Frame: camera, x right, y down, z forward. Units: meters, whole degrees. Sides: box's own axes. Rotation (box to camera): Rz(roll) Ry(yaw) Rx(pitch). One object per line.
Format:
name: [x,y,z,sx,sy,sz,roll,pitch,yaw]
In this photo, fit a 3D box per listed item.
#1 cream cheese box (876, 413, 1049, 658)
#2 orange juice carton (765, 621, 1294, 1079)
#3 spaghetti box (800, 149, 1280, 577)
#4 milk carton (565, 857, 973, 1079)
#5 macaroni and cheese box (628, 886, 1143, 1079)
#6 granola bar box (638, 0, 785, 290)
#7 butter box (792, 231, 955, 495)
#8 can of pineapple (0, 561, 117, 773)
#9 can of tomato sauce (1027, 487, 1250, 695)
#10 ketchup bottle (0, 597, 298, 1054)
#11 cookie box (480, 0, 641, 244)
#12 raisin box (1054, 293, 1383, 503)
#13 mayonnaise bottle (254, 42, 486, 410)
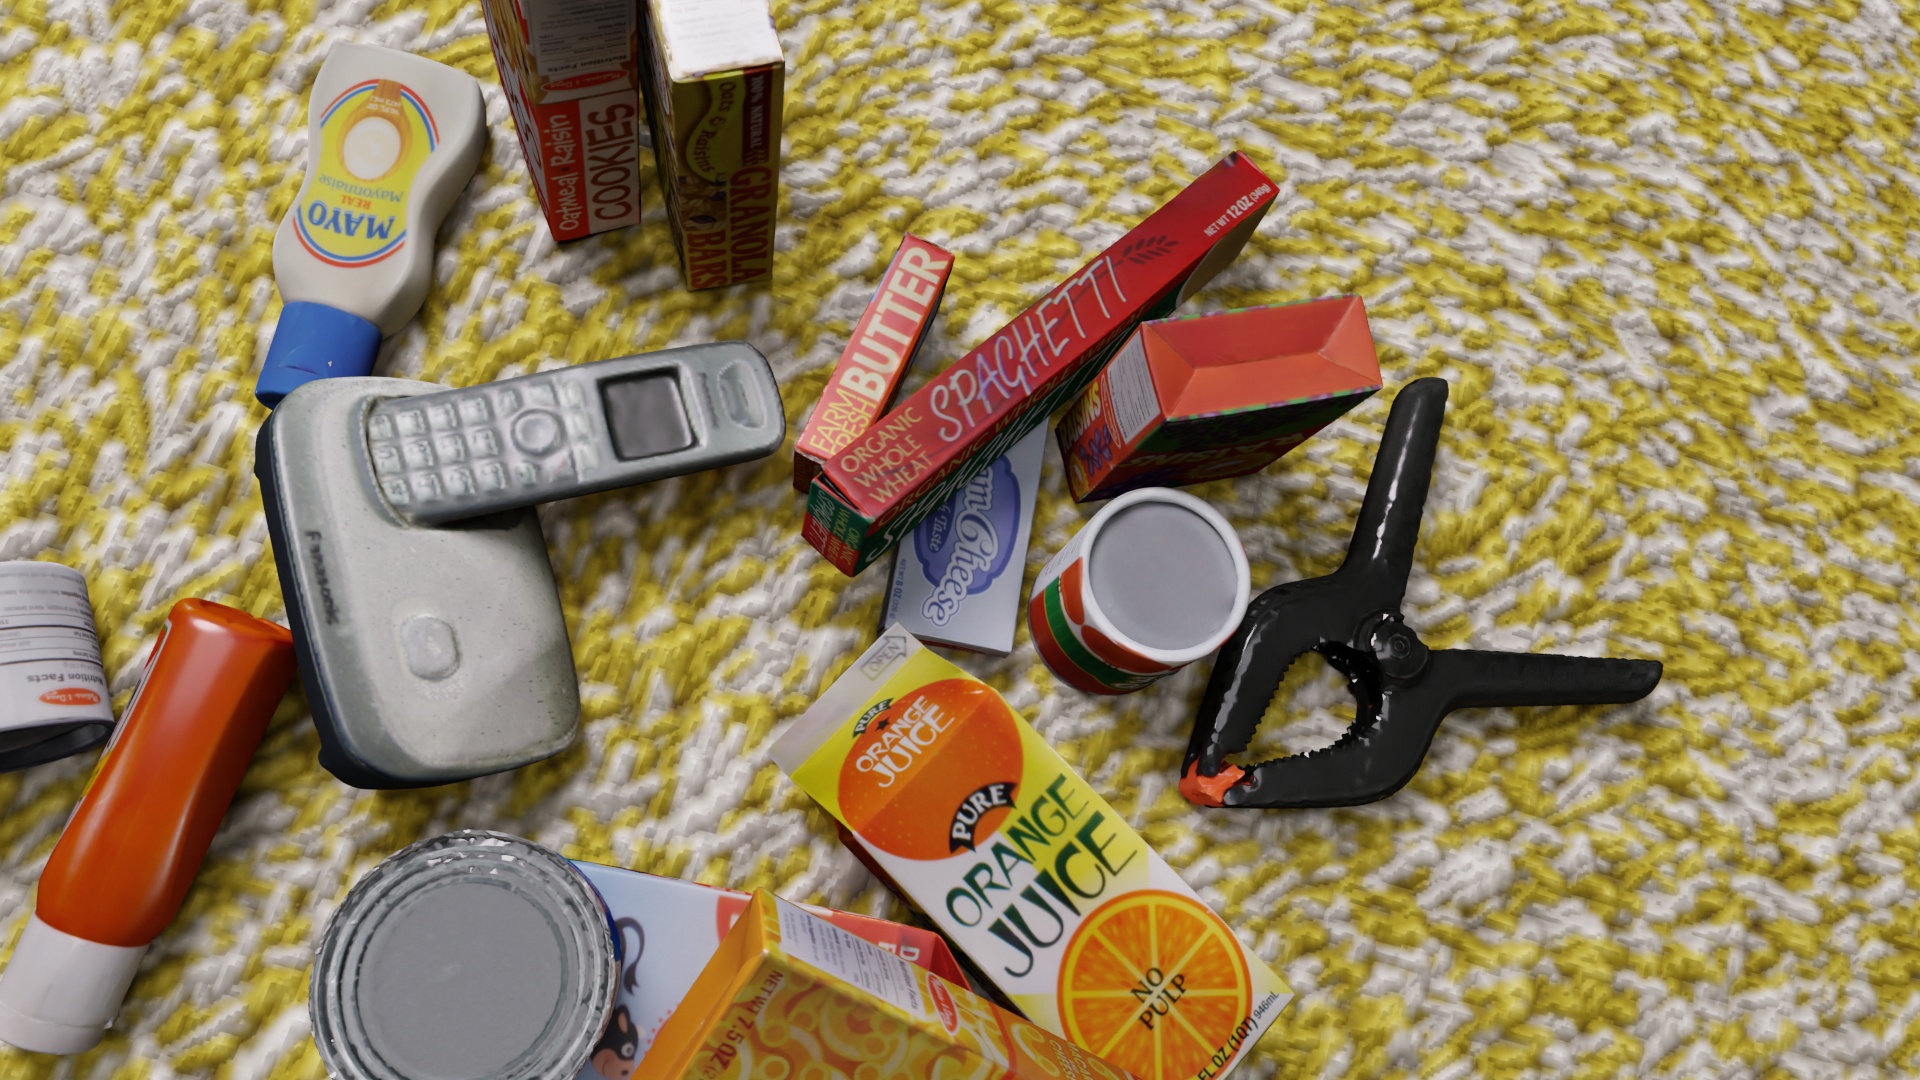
cream cheese box: [0.002,-0.007,0.563,0.053,0.024,0.104,12,74,-8]
orange juice carton: [0.020,0.121,0.507,0.193,0.073,0.072,45,74,4]
spaghetti box: [0.037,-0.075,0.551,0.029,0.050,0.251,44,62,10]
milk carton: [-0.070,0.161,0.480,0.191,0.072,0.073,13,74,-7]
macaroni and cheese box: [-0.022,0.196,0.420,0.166,0.040,0.123,32,97,-17]
granola bar box: [-0.099,-0.183,0.517,0.039,0.165,0.124,-12,78,-12]
butter box: [-0.035,-0.067,0.557,0.024,0.053,0.104,25,73,-1]
can of pineapple: [-0.329,0.045,0.468,0.071,0.071,0.058,-16,79,-14]
can of tomato sauce: [0.068,0.023,0.536,0.071,0.083,0.071,2,75,-9]
ketchup bottle: [-0.274,0.095,0.469,0.043,0.064,0.149,25,81,-17]
cookie box: [-0.153,-0.204,0.512,0.040,0.167,0.123,-15,79,-16]
raisin box: [0.094,-0.052,0.539,0.086,0.123,0.040,-10,80,-12]
mayonnaise bottle: [-0.233,-0.118,0.540,0.065,0.041,0.148,12,73,-9]
